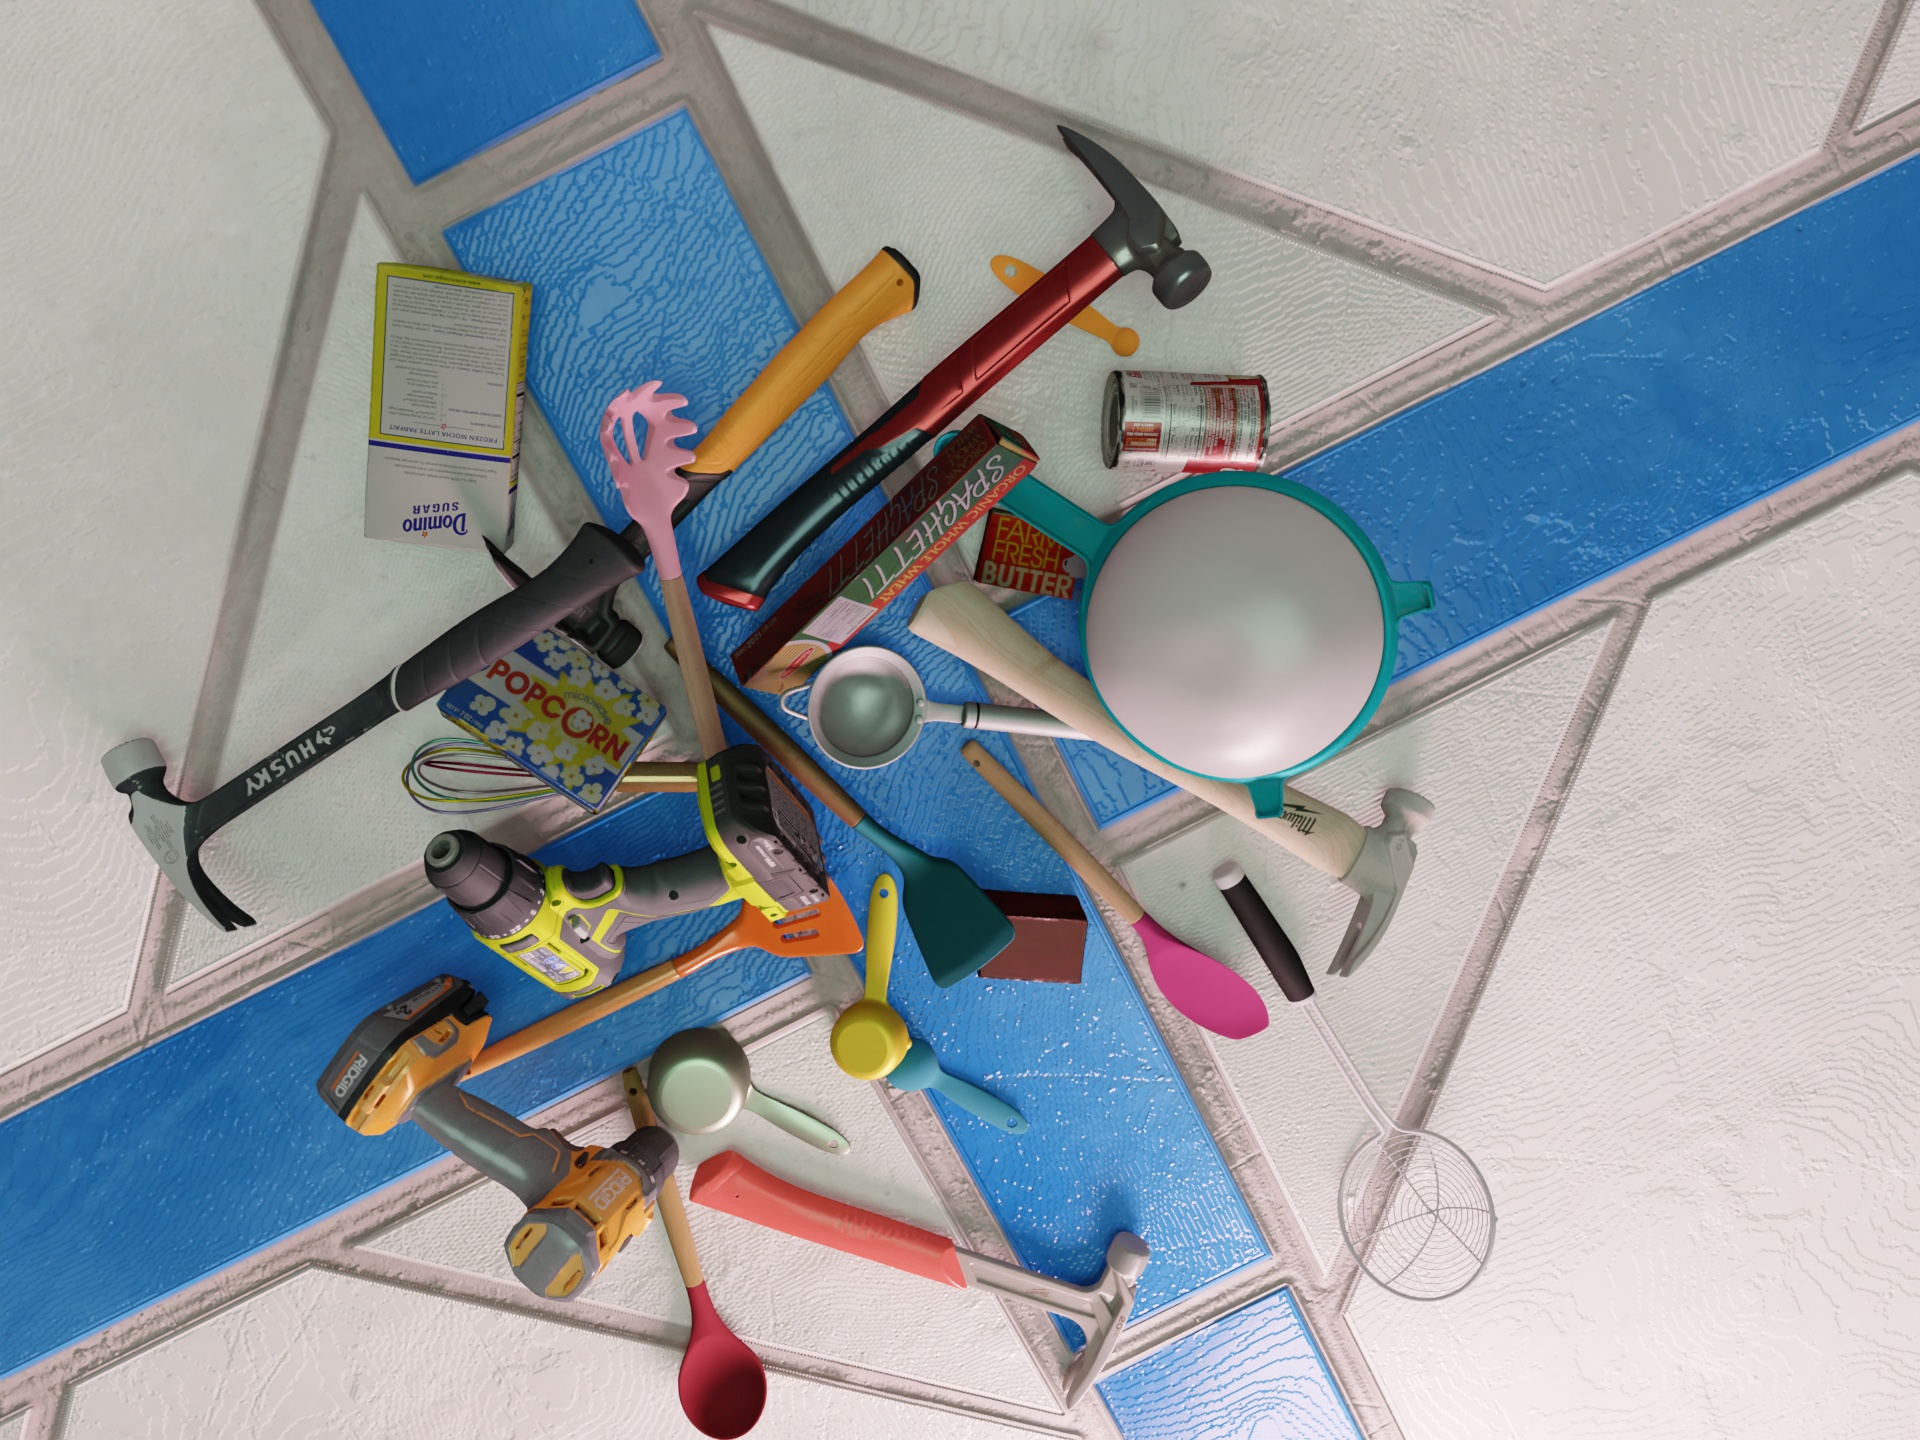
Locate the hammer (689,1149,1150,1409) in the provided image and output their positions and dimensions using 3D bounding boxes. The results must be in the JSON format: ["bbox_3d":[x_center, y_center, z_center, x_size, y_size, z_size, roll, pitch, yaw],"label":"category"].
[{"bbox_3d":[-0.039,0.418,1.232,0.359,0.037,0.149,21,102,-11],"label":"hammer"}]

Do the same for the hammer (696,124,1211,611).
[{"bbox_3d":[-0.030,-0.216,1.045,0.386,0.038,0.143,-39,74,9],"label":"hammer"}]

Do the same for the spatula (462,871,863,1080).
[{"bbox_3d":[-0.228,0.193,1.153,0.322,0.041,0.081,-26,106,3],"label":"spatula"}]

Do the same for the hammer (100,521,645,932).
[{"bbox_3d":[-0.374,-0.007,1.028,0.409,0.036,0.149,-30,87,14],"label":"hammer"}]

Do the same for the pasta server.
[{"bbox_3d":[-0.180,-0.068,1.041,0.060,0.040,0.316,-26,121,-30],"label":"pasta server"}]

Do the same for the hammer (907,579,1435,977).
[{"bbox_3d":[0.142,0.030,1.124,0.410,0.038,0.146,29,77,-11],"label":"hammer"}]

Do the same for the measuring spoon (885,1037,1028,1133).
[{"bbox_3d":[-0.002,0.285,1.207,0.128,0.021,0.042,31,100,-10],"label":"measuring spoon"}]

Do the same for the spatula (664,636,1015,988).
[{"bbox_3d":[-0.092,0.057,1.122,0.317,0.044,0.082,44,120,-10],"label":"spatula"}]

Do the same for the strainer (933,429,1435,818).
[{"bbox_3d":[0.116,-0.084,1.021,0.340,0.095,0.211,34,114,5],"label":"strainer"}]

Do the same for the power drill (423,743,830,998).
[{"bbox_3d":[-0.220,0.099,1.056,0.228,0.080,0.190,-20,145,8],"label":"power drill"}]

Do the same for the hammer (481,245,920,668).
[{"bbox_3d":[-0.158,-0.187,1.048,0.337,0.034,0.127,-45,129,4],"label":"hammer"}]

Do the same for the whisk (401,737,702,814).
[{"bbox_3d":[-0.262,0.036,1.110,0.245,0.047,0.051,1,103,-10],"label":"whisk"}]

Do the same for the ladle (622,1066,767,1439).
[{"bbox_3d":[-0.212,0.409,1.218,0.069,0.031,0.315,-14,104,-4],"label":"ladle"}]

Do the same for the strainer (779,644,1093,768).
[{"bbox_3d":[-0.002,-0.004,1.123,0.258,0.050,0.087,6,97,-13],"label":"strainer"}]

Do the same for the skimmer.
[{"bbox_3d":[0.282,0.272,1.196,0.127,0.090,0.363,-24,106,34],"label":"skimmer"}]

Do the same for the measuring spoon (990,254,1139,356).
[{"bbox_3d":[0.071,-0.280,1.071,0.117,0.011,0.021,29,100,-12],"label":"measuring spoon"}]

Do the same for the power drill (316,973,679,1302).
[{"bbox_3d":[-0.303,0.278,1.099,0.226,0.185,0.084,39,105,5],"label":"power drill"}]

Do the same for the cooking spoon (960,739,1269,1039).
[{"bbox_3d":[0.114,0.127,1.175,0.318,0.017,0.068,45,131,-12],"label":"cooking spoon"}]

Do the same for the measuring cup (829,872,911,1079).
[{"bbox_3d":[-0.064,0.190,1.168,0.062,0.029,0.156,8,101,11],"label":"measuring cup"}]

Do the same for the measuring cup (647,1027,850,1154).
[{"bbox_3d":[-0.156,0.292,1.185,0.167,0.038,0.083,29,100,-10],"label":"measuring cup"}]
